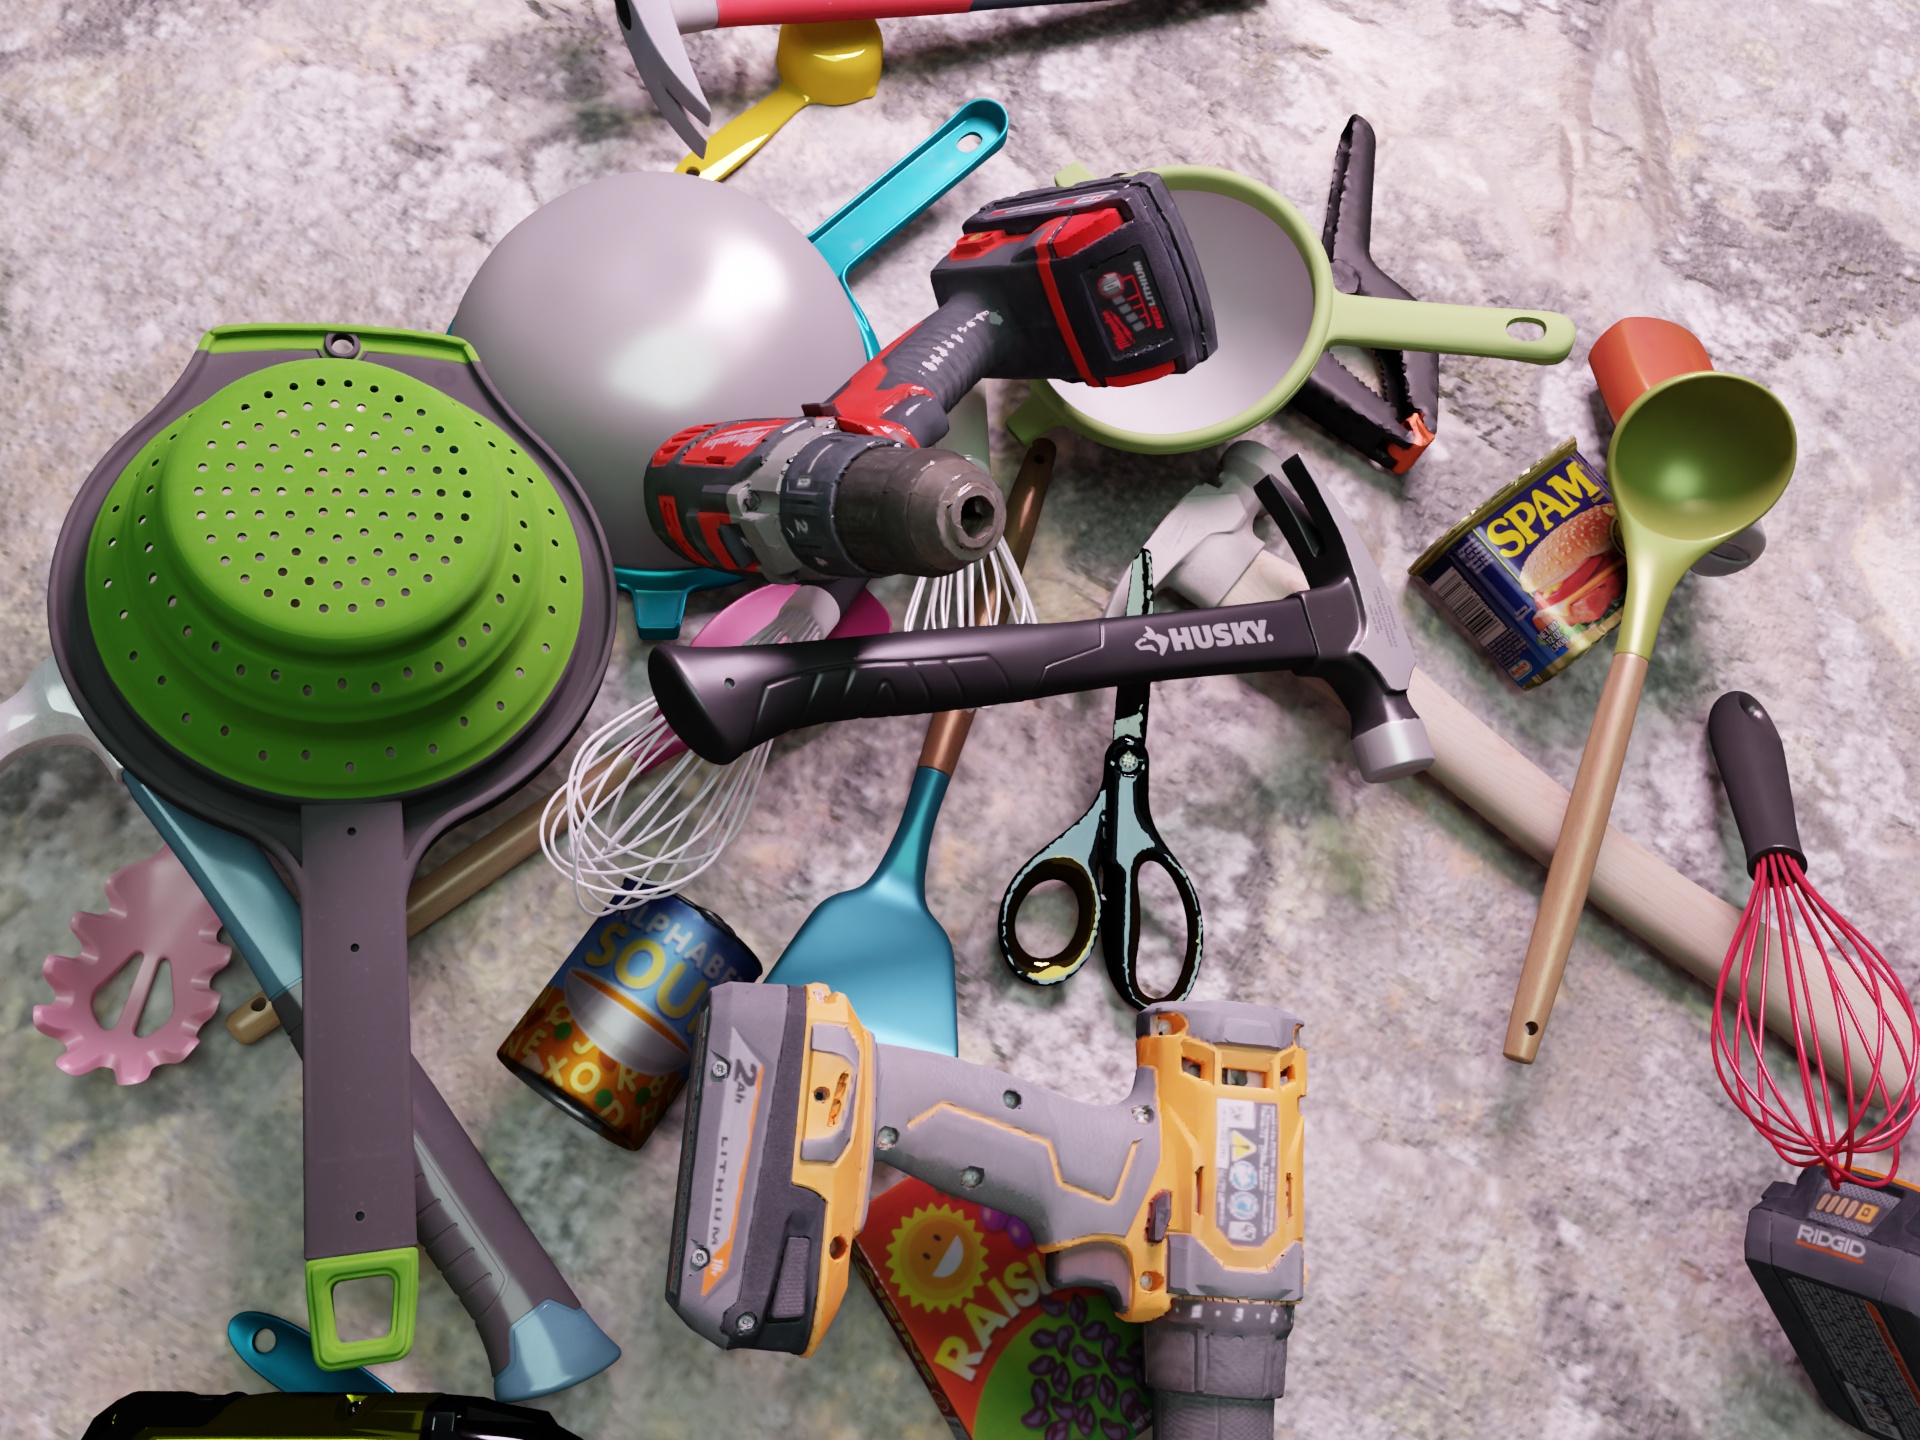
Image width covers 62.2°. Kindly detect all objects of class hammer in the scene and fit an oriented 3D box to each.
[{"bbox_3d":[0.249,0.041,0.724,0.411,0.038,0.146,38,68,7],"label":"hammer"},{"bbox_3d":[-0.235,0.109,0.587,0.128,0.033,0.331,-33,85,-30],"label":"hammer"},{"bbox_3d":[0.014,-0.378,0.836,0.386,0.038,0.143,-15,70,-22],"label":"hammer"},{"bbox_3d":[0.041,-0.030,0.632,0.334,0.035,0.146,-7,74,-28],"label":"hammer"}]

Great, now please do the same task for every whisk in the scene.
[{"bbox_3d":[0.001,-0.104,0.719,0.059,0.057,0.247,-10,52,11],"label":"whisk"},{"bbox_3d":[0.343,0.073,0.663,0.073,0.073,0.296,24,38,1],"label":"whisk"},{"bbox_3d":[-0.077,-0.024,0.653,0.070,0.070,0.285,30,45,4],"label":"whisk"}]

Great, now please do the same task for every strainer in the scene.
[{"bbox_3d":[0.154,-0.180,0.760,0.256,0.069,0.151,8,75,12],"label":"strainer"},{"bbox_3d":[-0.092,-0.211,0.730,0.211,0.095,0.340,42,71,11],"label":"strainer"}]

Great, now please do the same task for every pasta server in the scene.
[{"bbox_3d":[-0.293,-0.007,0.650,0.060,0.040,0.316,18,63,-19],"label":"pasta server"}]

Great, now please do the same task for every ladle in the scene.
[{"bbox_3d":[0.289,-0.006,0.691,0.078,0.062,0.320,20,77,7],"label":"ladle"}]

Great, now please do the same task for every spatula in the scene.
[{"bbox_3d":[-0.001,-0.002,0.695,0.082,0.044,0.318,18,64,0],"label":"spatula"}]

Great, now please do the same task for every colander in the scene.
[{"bbox_3d":[-0.214,0.015,0.554,0.204,0.094,0.397,-2,72,-19],"label":"colander"}]

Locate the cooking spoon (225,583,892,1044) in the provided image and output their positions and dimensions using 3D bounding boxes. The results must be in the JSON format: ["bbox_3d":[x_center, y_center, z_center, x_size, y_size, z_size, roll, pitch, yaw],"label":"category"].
[{"bbox_3d":[-0.160,0.031,0.667,0.319,0.017,0.069,-36,69,-22],"label":"cooking spoon"}]

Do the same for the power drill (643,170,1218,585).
[{"bbox_3d":[0.002,-0.127,0.621,0.227,0.188,0.080,-41,121,-26],"label":"power drill"}]

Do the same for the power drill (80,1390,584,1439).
[{"bbox_3d":[-0.197,0.329,0.493,0.171,0.080,0.223,2,69,-4],"label":"power drill"}]

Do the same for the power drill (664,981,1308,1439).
[{"bbox_3d":[0.015,0.185,0.557,0.226,0.084,0.185,8,72,-12],"label":"power drill"}]

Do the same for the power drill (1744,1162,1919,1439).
[{"bbox_3d":[0.416,0.165,0.647,0.226,0.084,0.164,-43,111,-23],"label":"power drill"}]

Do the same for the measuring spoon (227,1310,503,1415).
[{"bbox_3d":[-0.207,0.247,0.572,0.128,0.021,0.042,25,75,11],"label":"measuring spoon"}]

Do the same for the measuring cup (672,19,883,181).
[{"bbox_3d":[-0.097,-0.323,0.821,0.062,0.029,0.156,36,64,6],"label":"measuring cup"}]
